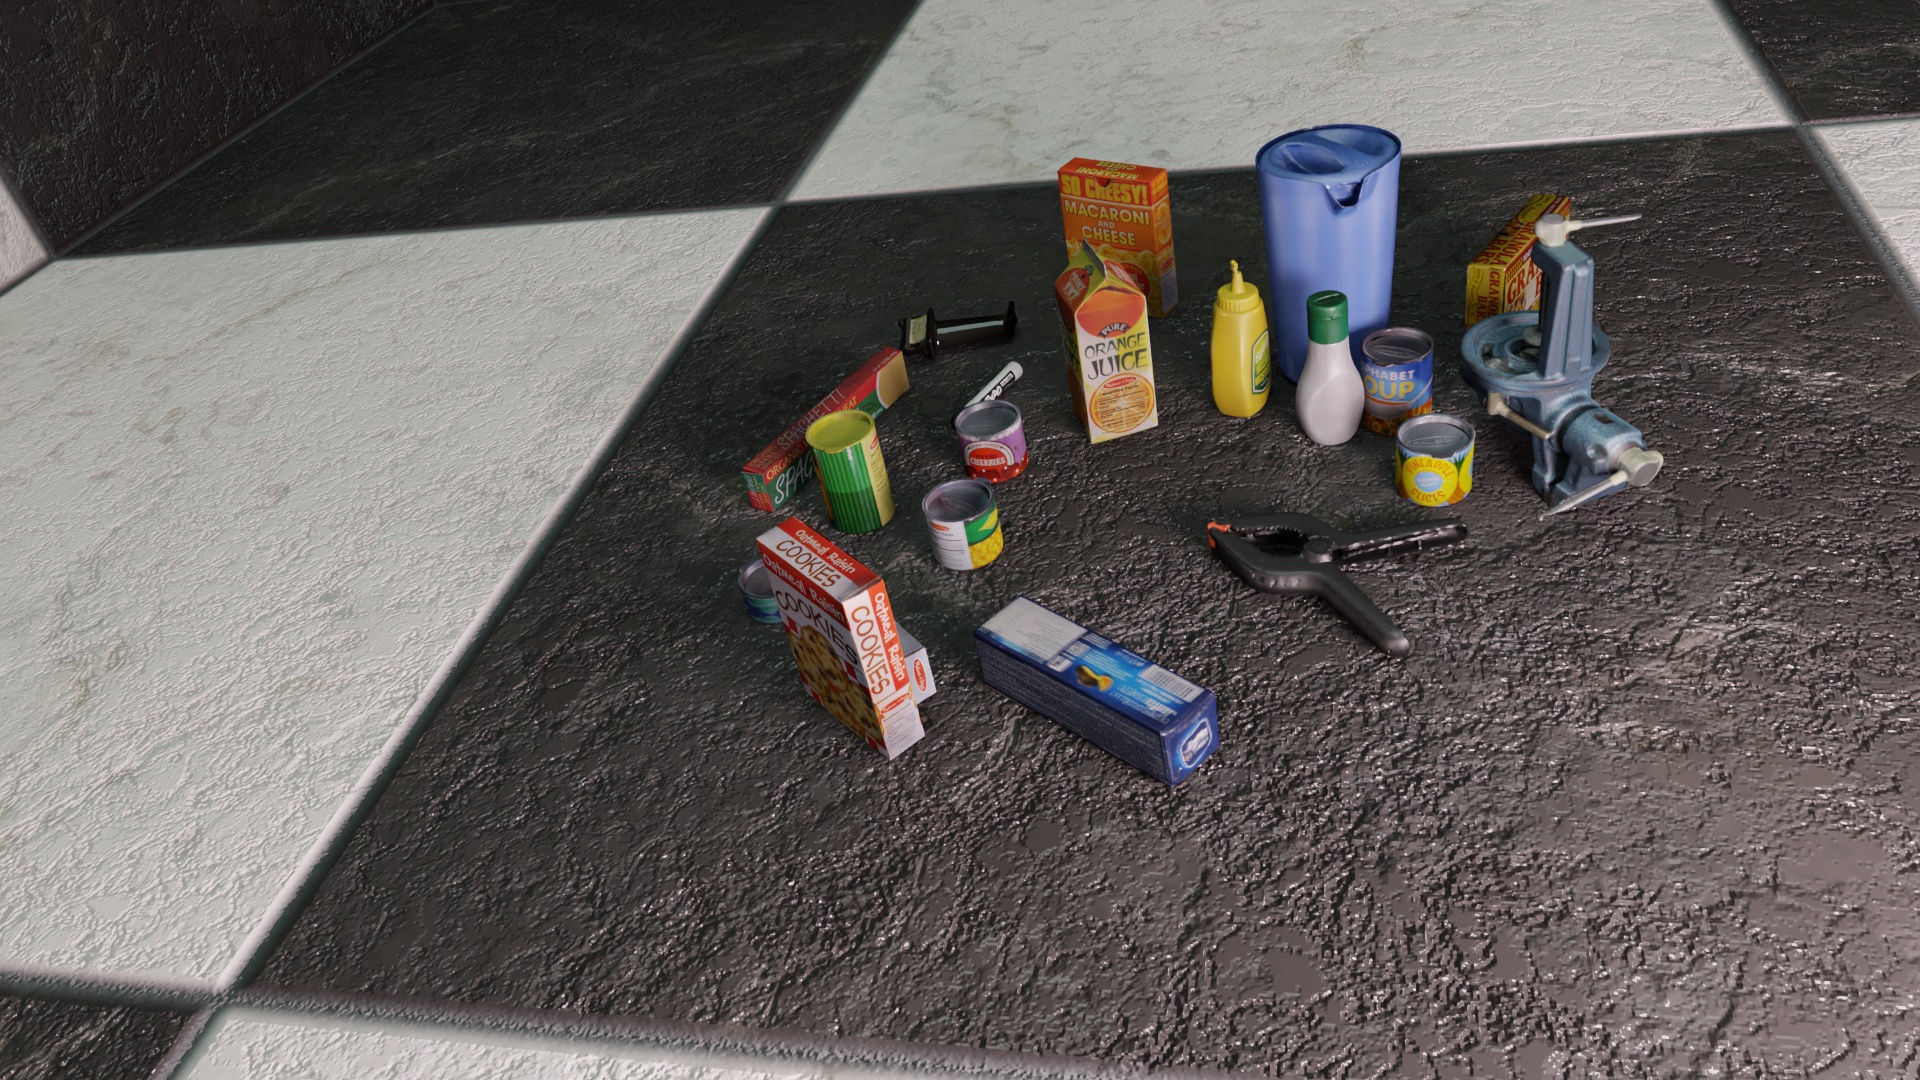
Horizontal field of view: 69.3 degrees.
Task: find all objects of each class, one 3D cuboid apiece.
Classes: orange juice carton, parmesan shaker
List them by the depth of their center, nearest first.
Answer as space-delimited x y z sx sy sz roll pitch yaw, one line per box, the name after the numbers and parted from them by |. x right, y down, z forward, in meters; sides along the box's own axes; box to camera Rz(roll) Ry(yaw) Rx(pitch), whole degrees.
-0.105 -0.063 1.332 0.071 0.102 0.072 -8 37 6 | parmesan shaker
0.142 -0.199 1.368 0.073 0.191 0.072 -15 36 -4 | orange juice carton

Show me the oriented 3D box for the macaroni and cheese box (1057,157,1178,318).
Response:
0.178 -0.341 1.568 0.124 0.165 0.040 18 46 34 | macaroni and cheese box

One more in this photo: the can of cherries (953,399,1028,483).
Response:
0.030 -0.097 1.376 0.071 0.058 0.072 -8 37 6 | can of cherries

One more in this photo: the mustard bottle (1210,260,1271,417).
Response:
0.273 -0.199 1.359 0.049 0.159 0.066 14 44 31 | mustard bottle

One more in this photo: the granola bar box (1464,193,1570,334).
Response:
0.554 -0.253 1.381 0.039 0.123 0.166 19 47 35 | granola bar box

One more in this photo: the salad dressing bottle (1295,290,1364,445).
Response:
0.345 -0.161 1.298 0.064 0.147 0.044 -17 37 -7 | salad dressing bottle

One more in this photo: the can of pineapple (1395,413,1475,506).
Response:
0.420 -0.070 1.232 0.071 0.057 0.071 -8 37 6 | can of pineapple

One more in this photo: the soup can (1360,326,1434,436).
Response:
0.412 -0.149 1.316 0.071 0.083 0.072 -8 37 6 | soup can

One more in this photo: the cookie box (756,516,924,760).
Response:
-0.093 0.076 1.091 0.040 0.166 0.123 -32 41 -25 | cookie box

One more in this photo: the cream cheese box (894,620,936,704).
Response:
-0.061 0.089 1.160 0.024 0.053 0.104 -29 40 -21 | cream cheese box

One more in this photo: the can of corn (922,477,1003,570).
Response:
0.005 -0.016 1.276 0.071 0.058 0.071 -8 37 6 | can of corn

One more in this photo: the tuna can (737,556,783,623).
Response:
-0.169 0.043 1.269 0.071 0.032 0.071 -8 37 6 | tuna can

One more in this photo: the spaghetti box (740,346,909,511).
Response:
-0.137 -0.120 1.461 0.029 0.050 0.251 14 44 31 | spaghetti box
